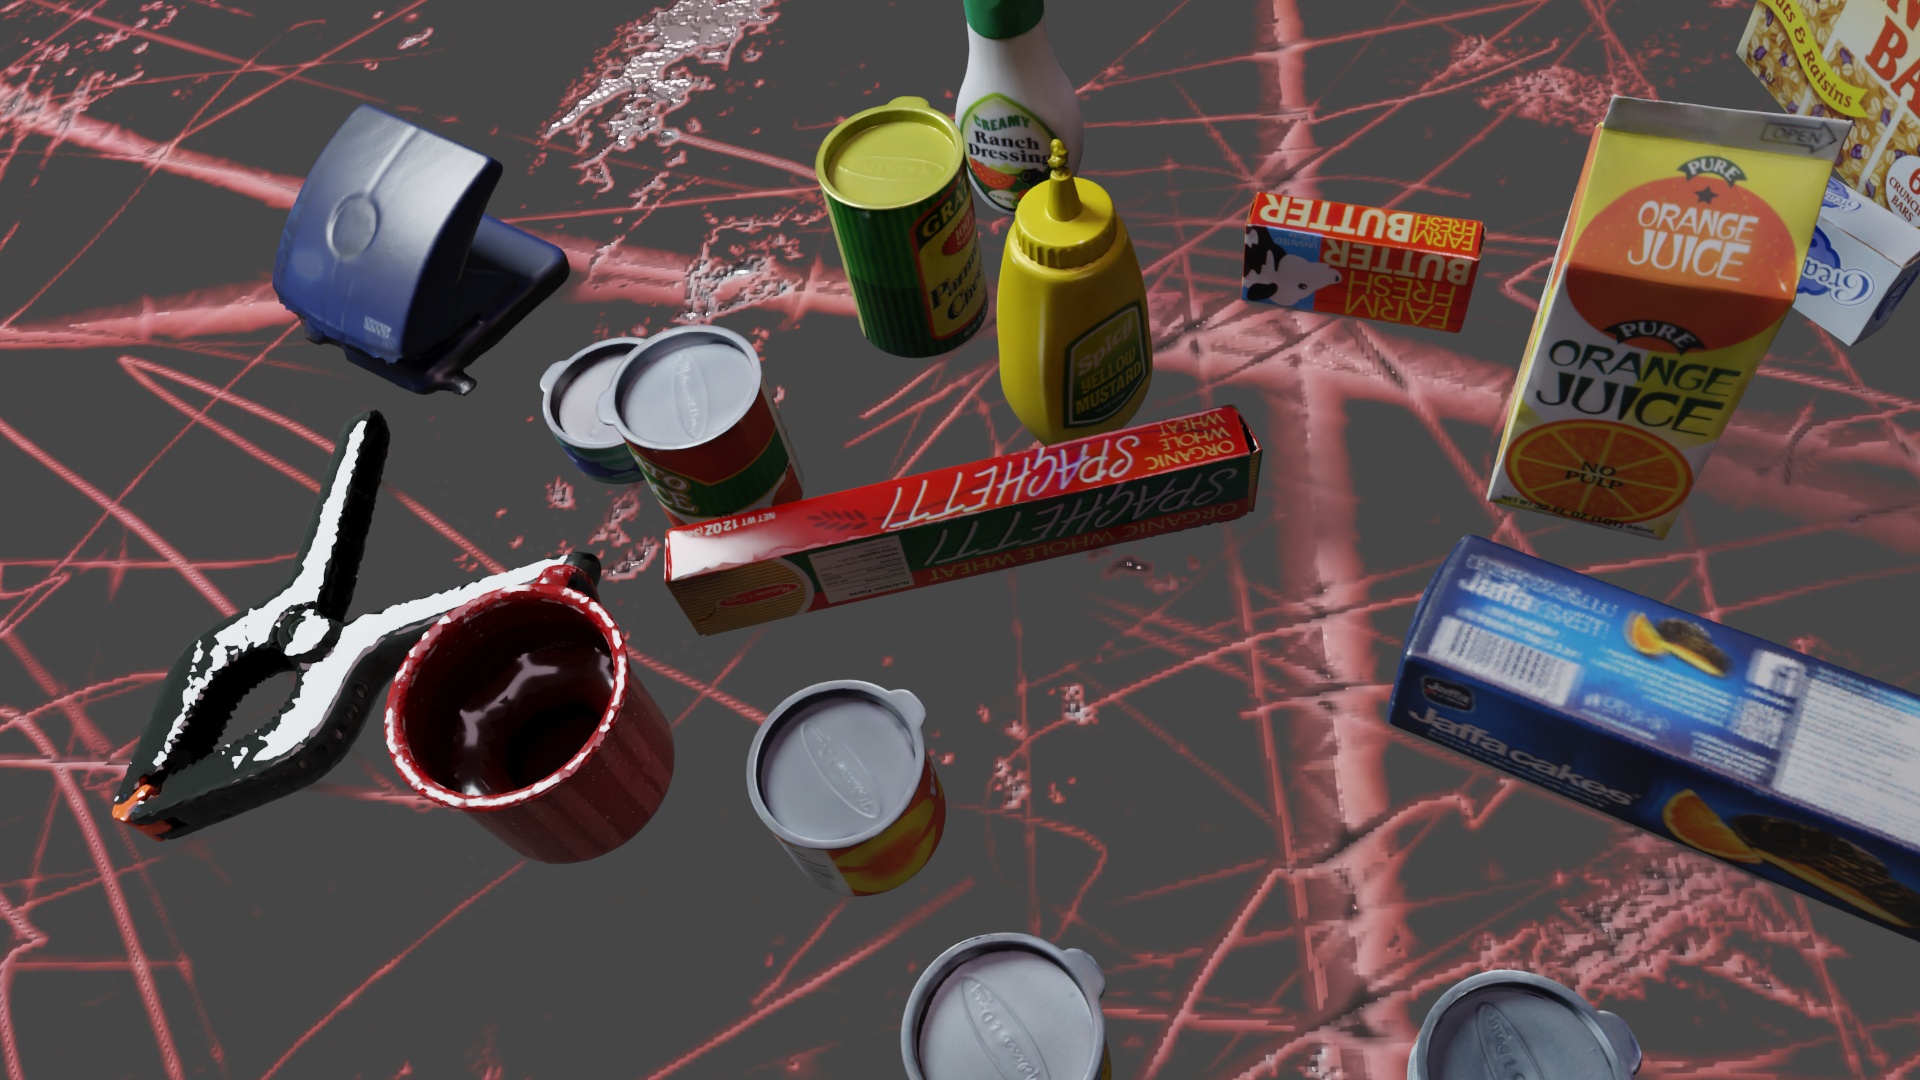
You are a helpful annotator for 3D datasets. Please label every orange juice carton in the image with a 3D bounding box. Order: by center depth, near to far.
[{"bbox_3d":[0.255,-0.086,0.517,0.072,0.191,0.073,15,61,18],"label":"orange juice carton"}]

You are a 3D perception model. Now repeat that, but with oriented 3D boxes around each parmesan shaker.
[{"bbox_3d":[-0.023,-0.144,0.651,0.071,0.102,0.071,-4,57,7],"label":"parmesan shaker"}]

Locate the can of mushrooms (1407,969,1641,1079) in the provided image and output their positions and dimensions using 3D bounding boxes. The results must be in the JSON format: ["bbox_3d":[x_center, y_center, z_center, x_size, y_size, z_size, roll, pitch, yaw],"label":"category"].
[{"bbox_3d":[0.184,0.177,0.454,0.071,0.033,0.071,-4,57,6],"label":"can of mushrooms"}]

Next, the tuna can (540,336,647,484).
[{"bbox_3d":[-0.164,-0.062,0.663,0.071,0.032,0.071,-4,57,6],"label":"tuna can"}]

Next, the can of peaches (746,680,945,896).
[{"bbox_3d":[-0.040,0.094,0.528,0.071,0.057,0.071,-4,57,6],"label":"can of peaches"}]

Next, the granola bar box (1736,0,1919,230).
[{"bbox_3d":[0.426,-0.221,0.617,0.039,0.123,0.166,-15,57,0],"label":"granola bar box"}]

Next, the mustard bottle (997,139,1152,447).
[{"bbox_3d":[0.046,-0.101,0.579,0.065,0.159,0.049,-35,59,-13],"label":"mustard bottle"}]

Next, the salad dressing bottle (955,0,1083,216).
[{"bbox_3d":[0.025,-0.223,0.668,0.064,0.147,0.044,13,61,16],"label":"salad dressing bottle"}]

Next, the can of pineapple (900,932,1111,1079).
[{"bbox_3d":[0.019,0.173,0.469,0.071,0.057,0.071,-4,57,6],"label":"can of pineapple"}]

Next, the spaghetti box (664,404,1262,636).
[{"bbox_3d":[0.002,-0.007,0.591,0.250,0.050,0.029,-13,57,1],"label":"spaghetti box"}]

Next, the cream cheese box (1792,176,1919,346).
[{"bbox_3d":[0.368,-0.137,0.615,0.024,0.053,0.104,-33,59,-12],"label":"cream cheese box"}]

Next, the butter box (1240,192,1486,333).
[{"bbox_3d":[0.183,-0.127,0.638,0.103,0.053,0.024,12,61,16],"label":"butter box"}]

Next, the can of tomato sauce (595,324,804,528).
[{"bbox_3d":[-0.111,-0.042,0.612,0.071,0.082,0.071,-4,57,7],"label":"can of tomato sauce"}]
